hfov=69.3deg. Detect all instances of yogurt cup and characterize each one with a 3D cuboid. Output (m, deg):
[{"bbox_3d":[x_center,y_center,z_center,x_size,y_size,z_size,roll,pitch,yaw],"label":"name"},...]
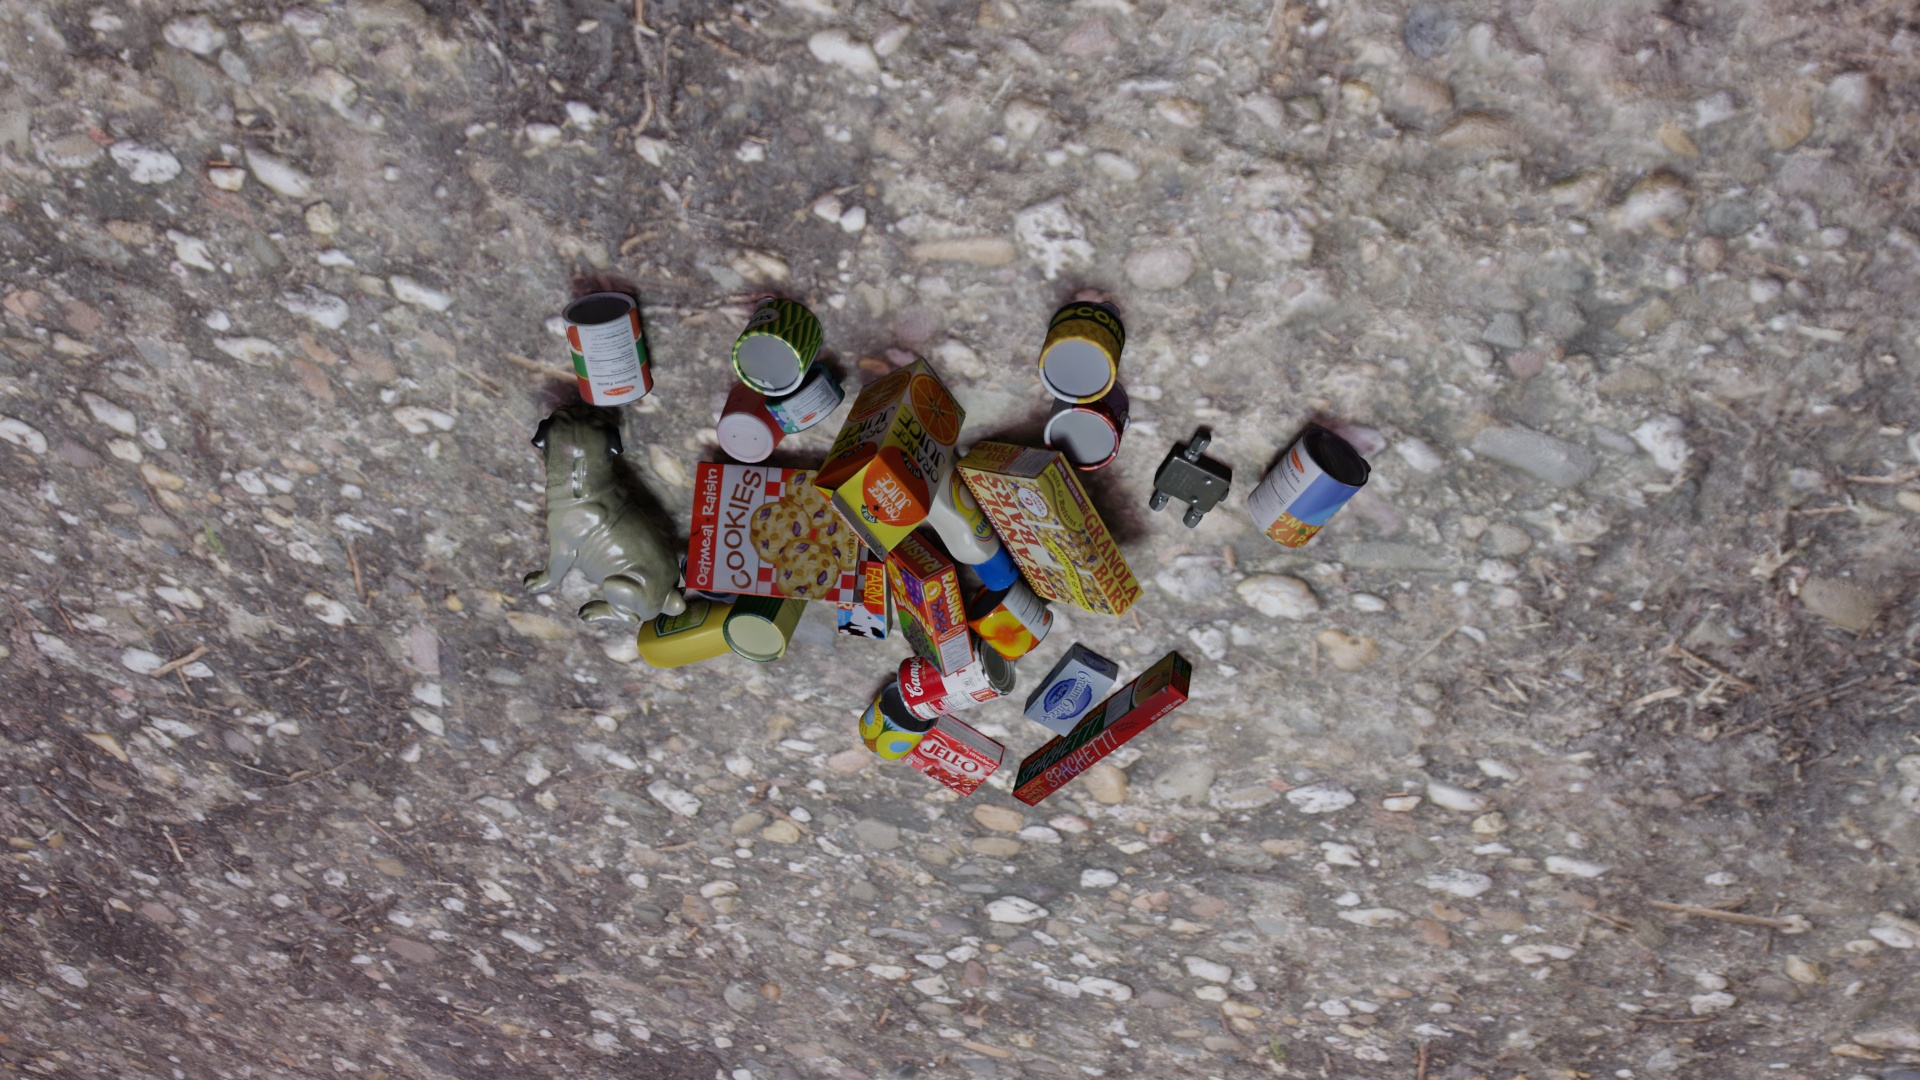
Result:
[{"bbox_3d":[-0.190,-0.108,1.275,0.072,0.054,0.072,7,128,9],"label":"yogurt cup"}]

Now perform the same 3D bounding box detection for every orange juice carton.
[{"bbox_3d":[-0.063,-0.066,1.183,0.073,0.194,0.071,-23,119,30],"label":"orange juice carton"}]

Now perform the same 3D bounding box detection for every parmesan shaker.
[{"bbox_3d":[-0.189,0.061,1.375,0.071,0.103,0.071,8,129,10],"label":"parmesan shaker"}]

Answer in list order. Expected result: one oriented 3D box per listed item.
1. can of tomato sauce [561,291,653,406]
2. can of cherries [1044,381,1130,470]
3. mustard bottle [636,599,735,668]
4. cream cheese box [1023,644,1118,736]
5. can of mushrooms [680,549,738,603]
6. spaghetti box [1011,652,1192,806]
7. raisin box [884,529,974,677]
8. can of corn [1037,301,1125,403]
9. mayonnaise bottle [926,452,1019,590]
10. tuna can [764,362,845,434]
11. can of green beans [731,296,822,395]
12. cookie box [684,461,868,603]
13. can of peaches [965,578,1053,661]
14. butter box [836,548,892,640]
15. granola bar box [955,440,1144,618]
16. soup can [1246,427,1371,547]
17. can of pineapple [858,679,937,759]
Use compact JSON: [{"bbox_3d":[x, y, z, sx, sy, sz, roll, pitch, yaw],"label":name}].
[{"bbox_3d":[-0.318,-0.174,1.253,0.071,0.071,0.082,5,128,12],"label":"can of tomato sauce"},{"bbox_3d":[0.111,-0.101,1.195,0.071,0.059,0.071,8,128,10],"label":"can of cherries"},{"bbox_3d":[-0.256,0.090,1.445,0.160,0.066,0.048,-13,128,17],"label":"mustard bottle"},{"bbox_3d":[0.112,0.154,1.417,0.053,0.024,0.103,28,129,-9],"label":"cream cheese box"},{"bbox_3d":[-0.246,0.028,1.410,0.071,0.034,0.070,7,128,9],"label":"can of mushrooms"},{"bbox_3d":[0.142,0.198,1.426,0.028,0.050,0.249,37,128,-13],"label":"spaghetti box"},{"bbox_3d":[-0.033,0.059,1.343,0.040,0.086,0.122,-26,128,-19],"label":"raisin box"},{"bbox_3d":[0.102,-0.158,1.154,0.071,0.058,0.070,8,129,9],"label":"can of corn"},{"bbox_3d":[0.005,-0.016,1.291,0.041,0.065,0.147,-14,126,32],"label":"mayonnaise bottle"},{"bbox_3d":[-0.140,-0.128,1.241,0.071,0.071,0.032,-19,119,27],"label":"tuna can"},{"bbox_3d":[-0.161,-0.169,1.217,0.071,0.058,0.071,8,128,10],"label":"can of green beans"},{"bbox_3d":[-0.171,-0.008,1.314,0.167,0.040,0.123,5,88,12],"label":"cookie box"},{"bbox_3d":[0.045,0.075,1.345,0.071,0.071,0.058,-31,113,33],"label":"can of peaches"},{"bbox_3d":[-0.097,0.052,1.394,0.053,0.024,0.103,8,129,9],"label":"butter box"},{"bbox_3d":[0.079,-0.010,1.247,0.124,0.039,0.165,14,143,55],"label":"granola bar box"},{"bbox_3d":[0.297,-0.044,1.186,0.071,0.072,0.083,29,130,-8],"label":"soup can"},{"bbox_3d":[-0.068,0.189,1.465,0.071,0.071,0.057,31,129,-9],"label":"can of pineapple"}]
